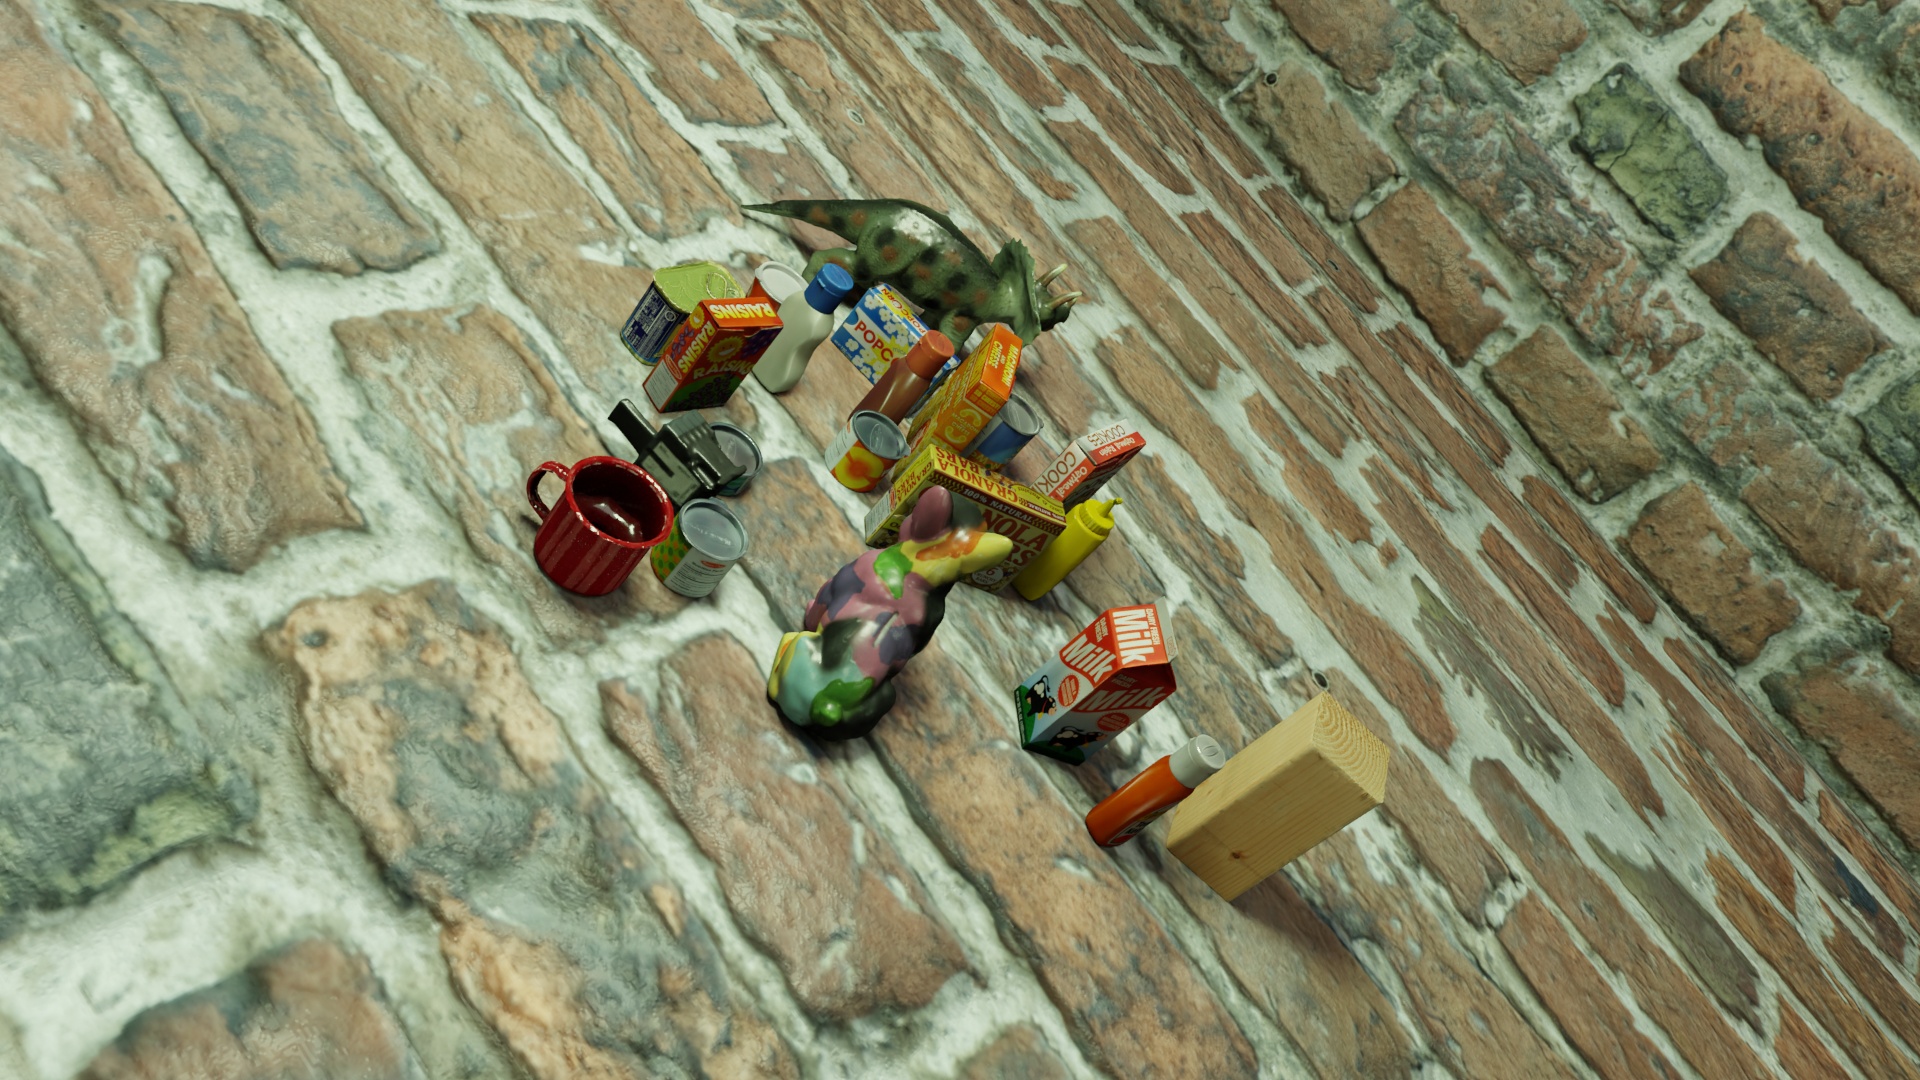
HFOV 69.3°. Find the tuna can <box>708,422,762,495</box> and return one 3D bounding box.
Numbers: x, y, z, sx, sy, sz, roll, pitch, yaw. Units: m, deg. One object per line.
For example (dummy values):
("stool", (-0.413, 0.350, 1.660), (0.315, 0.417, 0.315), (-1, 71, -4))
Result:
("tuna can", (-0.225, -0.078, 1.312), (0.071, 0.032, 0.071), (27, 38, -23))

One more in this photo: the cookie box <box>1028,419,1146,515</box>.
("cookie box", (0.114, -0.056, 1.513), (0.040, 0.166, 0.123), (51, 35, 9))

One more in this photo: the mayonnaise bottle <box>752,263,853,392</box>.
("mayonnaise bottle", (-0.163, -0.219, 1.421), (0.041, 0.147, 0.065), (-16, 66, -52))

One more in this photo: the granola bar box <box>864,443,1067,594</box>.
("granola bar box", (0.005, -0.018, 1.401), (0.165, 0.123, 0.039), (22, 40, -28))

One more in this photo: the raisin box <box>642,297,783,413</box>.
("raisin box", (-0.236, -0.177, 1.325), (0.086, 0.123, 0.040), (-13, 64, -51))

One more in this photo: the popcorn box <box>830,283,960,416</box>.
("popcorn box", (-0.073, -0.213, 1.560), (0.127, 0.085, 0.038), (46, 35, 3))

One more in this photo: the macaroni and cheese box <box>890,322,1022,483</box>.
("macaroni and cheese box", (-0.002, -0.138, 1.482), (0.040, 0.165, 0.124), (34, 36, -15))

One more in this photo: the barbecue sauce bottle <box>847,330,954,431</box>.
("barbecue sauce bottle", (-0.063, -0.159, 1.458), (0.043, 0.148, 0.065), (27, 38, -24))

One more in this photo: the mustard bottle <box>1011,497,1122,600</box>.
("mustard bottle", (0.117, 0.000, 1.465), (0.049, 0.159, 0.065), (45, 35, 1))

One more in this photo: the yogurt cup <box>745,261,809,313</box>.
("yogurt cup", (-0.202, -0.260, 1.506), (0.072, 0.053, 0.073), (27, 38, -23))

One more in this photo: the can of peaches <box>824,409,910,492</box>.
("can of peaches", (-0.096, -0.091, 1.433), (0.071, 0.057, 0.071), (27, 38, -23))

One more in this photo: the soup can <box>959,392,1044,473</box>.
("soup can", (0.042, -0.118, 1.579), (0.071, 0.083, 0.072), (27, 38, -23))

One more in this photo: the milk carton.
("milk carton", (0.138, 0.132, 1.323), (0.073, 0.189, 0.073), (22, 40, -29))

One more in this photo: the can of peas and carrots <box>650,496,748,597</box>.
("can of peas and carrots", (-0.226, 0.005, 1.203), (0.071, 0.058, 0.071), (27, 38, -23))

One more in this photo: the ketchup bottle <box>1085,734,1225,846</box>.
("ketchup bottle", (0.184, 0.233, 1.300), (0.065, 0.148, 0.043), (-6, 58, -48))
